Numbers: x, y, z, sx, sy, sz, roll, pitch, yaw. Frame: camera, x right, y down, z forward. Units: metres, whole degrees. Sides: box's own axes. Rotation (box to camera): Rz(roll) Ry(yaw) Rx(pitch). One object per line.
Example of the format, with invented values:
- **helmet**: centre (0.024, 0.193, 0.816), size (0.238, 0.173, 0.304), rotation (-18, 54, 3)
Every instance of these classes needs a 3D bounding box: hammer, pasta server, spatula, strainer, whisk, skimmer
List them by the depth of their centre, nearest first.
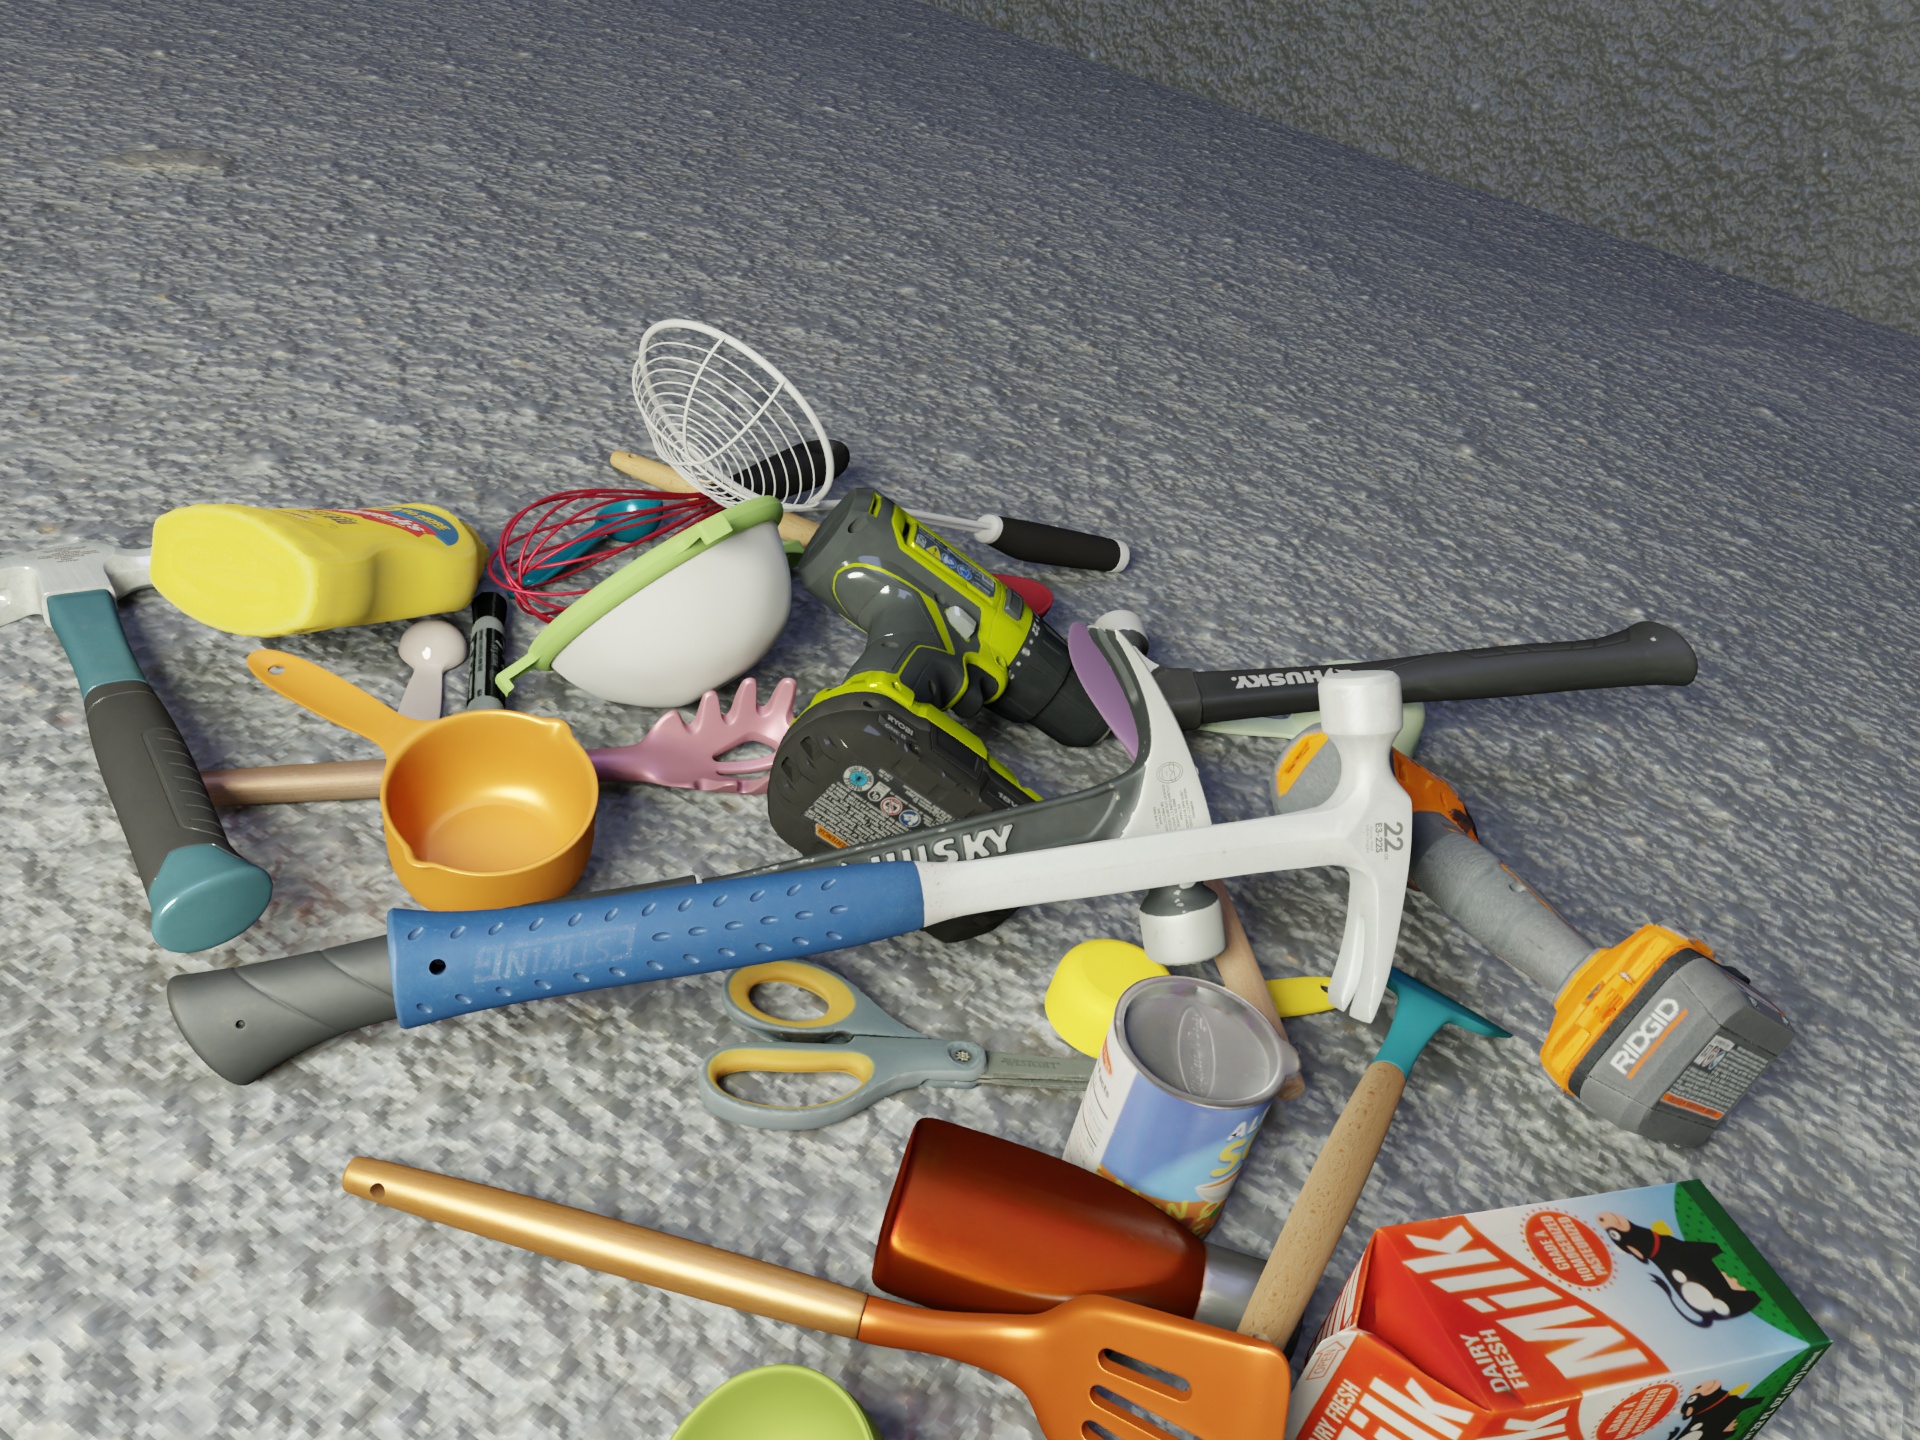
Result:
- **spatula**: centre (-0.057, 0.194, 0.523), size (0.322, 0.081, 0.041), rotation (13, 8, 7)
- **hammer**: centre (-0.005, 0.072, 0.616), size (0.405, 0.144, 0.035), rotation (-7, 6, -16)
- **hammer**: centre (-0.089, 0.067, 0.626), size (0.409, 0.149, 0.036), rotation (-12, 8, -16)
- **spatula**: centre (0.159, 0.163, 0.629), size (0.082, 0.044, 0.317), rotation (29, 31, 17)
- **hammer**: centre (-0.361, -0.003, 0.691), size (0.128, 0.033, 0.331), rotation (-12, 34, -33)
- **pasta server**: centre (-0.213, 0.019, 0.738), size (0.316, 0.040, 0.060), rotation (-3, 55, -23)
- **spatula**: centre (0.104, 0.051, 0.771), size (0.059, 0.018, 0.316), rotation (22, 31, -30)
- **strainer**: centre (-0.125, -0.057, 0.862), size (0.069, 0.151, 0.256), rotation (57, 20, -1)
- **hammer**: centre (0.250, -0.019, 0.899), size (0.334, 0.035, 0.146), rotation (-5, 41, -3)
- **whisk**: centre (-0.158, -0.122, 0.936), size (0.073, 0.073, 0.296), rotation (29, 35, 21)
- **skimmer**: centre (-0.026, -0.152, 0.951), size (0.363, 0.090, 0.127), rotation (5, -3, -41)

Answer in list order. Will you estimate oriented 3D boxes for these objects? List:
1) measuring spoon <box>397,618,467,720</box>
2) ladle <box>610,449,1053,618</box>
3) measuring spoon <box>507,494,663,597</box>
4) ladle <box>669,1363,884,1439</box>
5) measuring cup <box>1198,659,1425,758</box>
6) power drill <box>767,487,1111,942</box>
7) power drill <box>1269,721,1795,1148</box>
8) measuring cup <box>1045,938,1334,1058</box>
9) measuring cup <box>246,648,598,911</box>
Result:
- **measuring spoon**: centre (-0.266, -0.017, 0.789), size (0.034, 0.018, 0.124), rotation (5, 34, -14)
- **ladle**: centre (-0.088, -0.114, 0.999), size (0.315, 0.031, 0.069), rotation (23, 36, 17)
- **measuring spoon**: centre (-0.219, -0.097, 0.936), size (0.042, 0.021, 0.129), rotation (4, 35, 31)
- **ladle**: centre (-0.169, 0.237, 0.410), size (0.320, 0.062, 0.078), rotation (-5, 40, -22)
- **measuring cup**: centre (0.197, -0.010, 0.935), size (0.167, 0.038, 0.083), rotation (5, 34, -18)
- **power drill**: centre (-0.001, -0.003, 0.787), size (0.190, 0.080, 0.229), rotation (35, 30, -17)
- **power drill**: centre (0.263, 0.094, 0.746), size (0.164, 0.084, 0.227), rotation (24, 15, -48)
- **measuring cup**: centre (0.114, 0.119, 0.716), size (0.156, 0.029, 0.062), rotation (-2, 36, -21)
- **measuring cup**: centre (-0.236, 0.025, 0.688), size (0.174, 0.052, 0.095), rotation (28, 48, 12)
